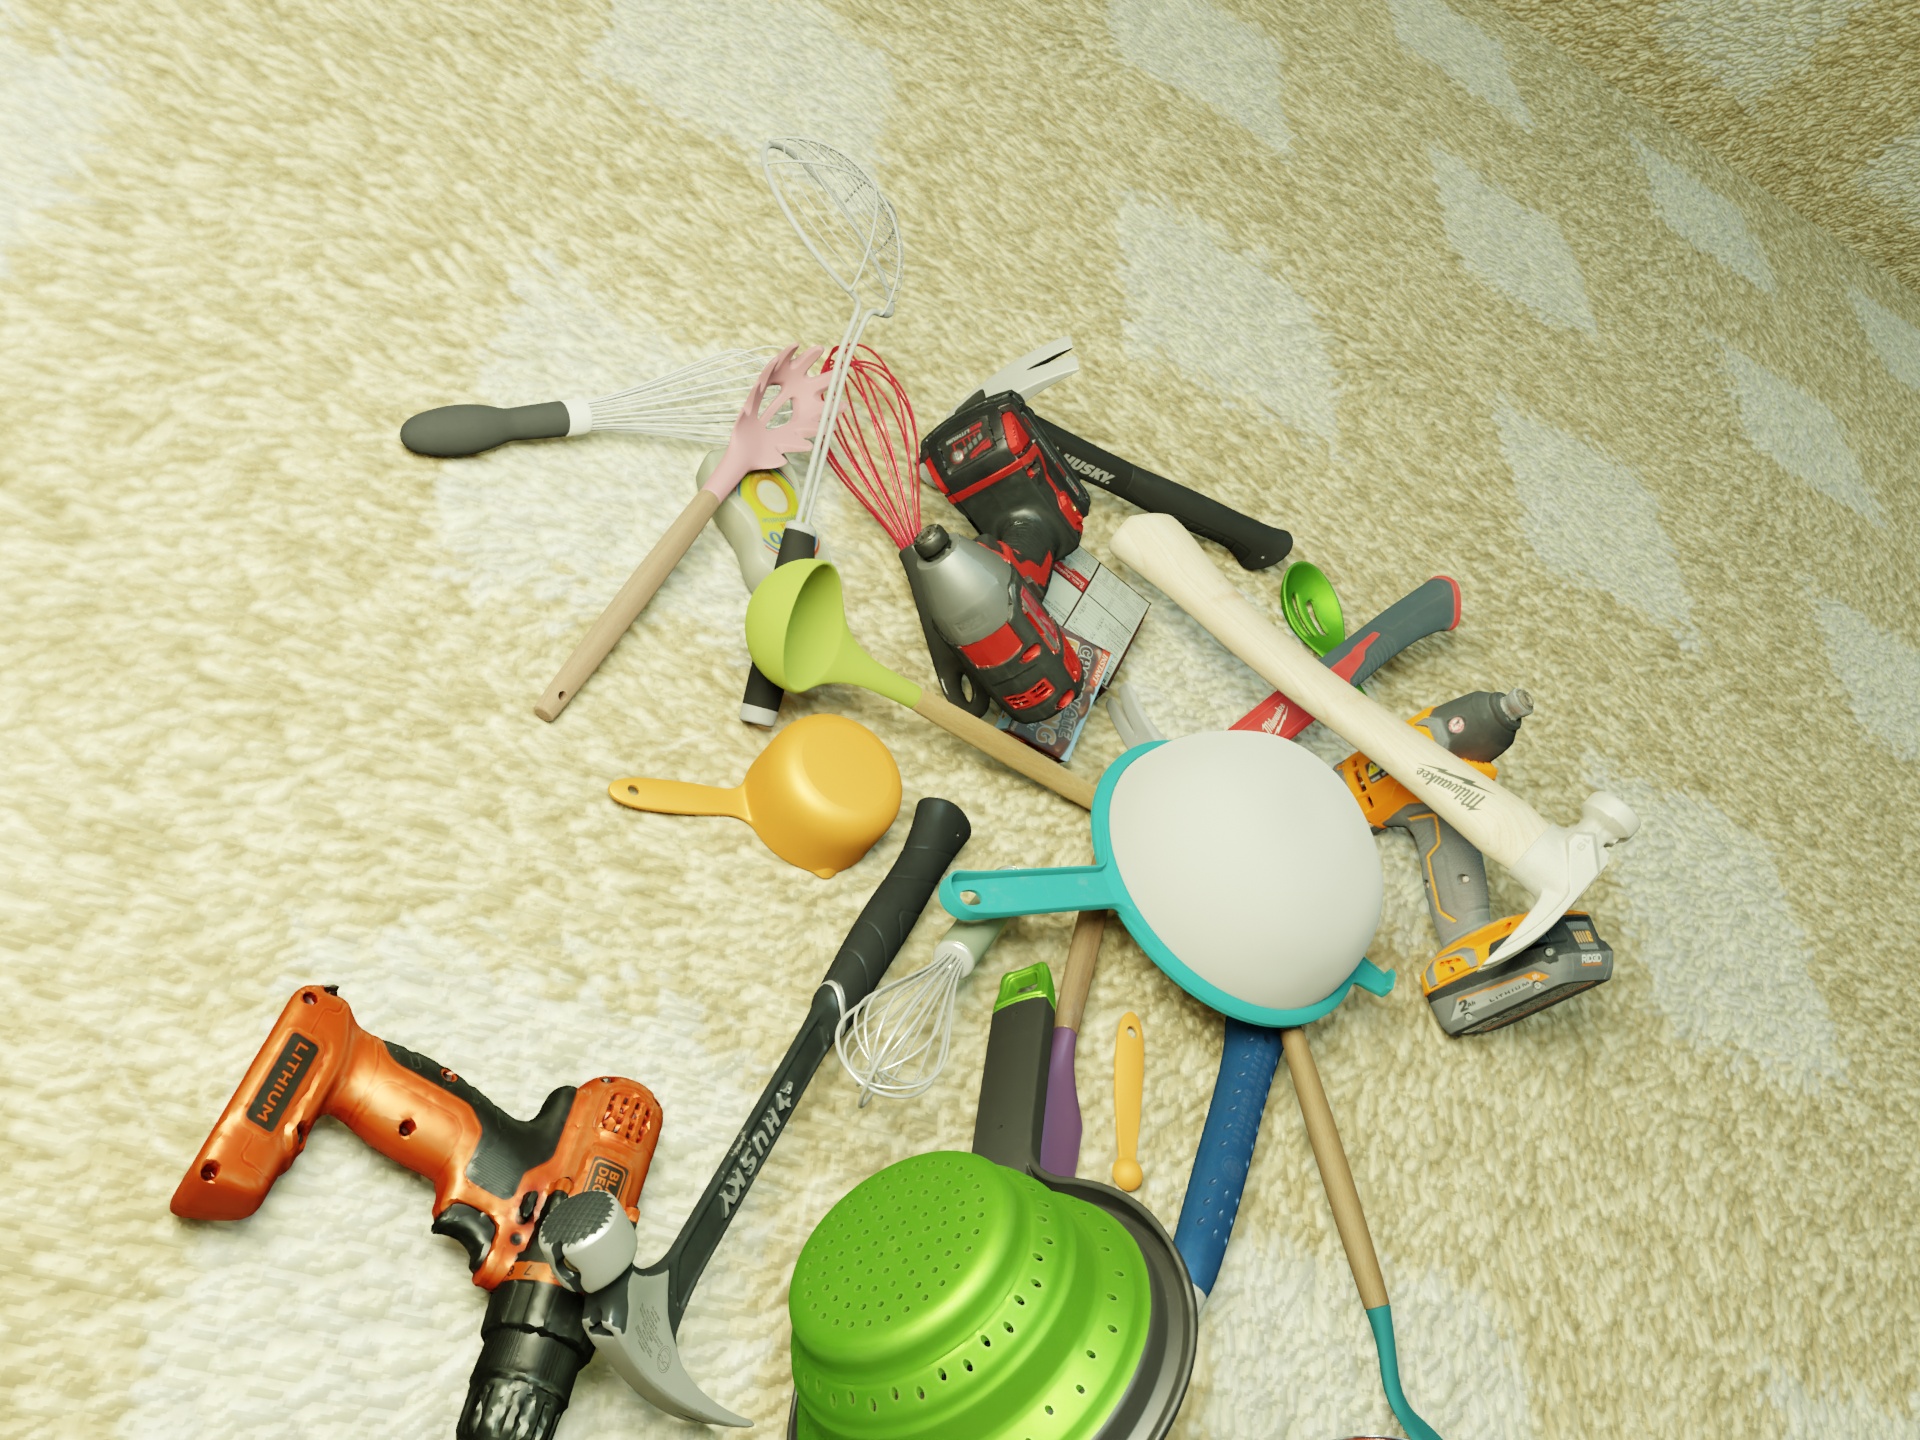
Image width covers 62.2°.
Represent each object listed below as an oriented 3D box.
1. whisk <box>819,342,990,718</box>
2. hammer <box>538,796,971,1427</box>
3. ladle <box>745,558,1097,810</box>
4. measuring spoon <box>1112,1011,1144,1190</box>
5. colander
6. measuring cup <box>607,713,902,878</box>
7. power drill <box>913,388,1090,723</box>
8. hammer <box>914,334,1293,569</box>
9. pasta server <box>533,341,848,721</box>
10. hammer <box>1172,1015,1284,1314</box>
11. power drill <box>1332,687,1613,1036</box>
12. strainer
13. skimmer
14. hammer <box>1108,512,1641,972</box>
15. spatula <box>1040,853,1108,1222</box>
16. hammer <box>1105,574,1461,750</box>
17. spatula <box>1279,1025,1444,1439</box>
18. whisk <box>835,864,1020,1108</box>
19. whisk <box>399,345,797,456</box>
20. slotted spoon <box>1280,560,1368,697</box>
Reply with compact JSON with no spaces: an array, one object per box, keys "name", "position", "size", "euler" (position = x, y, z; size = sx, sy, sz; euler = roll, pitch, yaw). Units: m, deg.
[{"name":"whisk","position":[-0.038,-0.133,1.092],"size":[0.073,0.073,0.296],"euler":[-6,67,-39]},{"name":"hammer","position":[-0.072,0.168,0.824],"size":[0.409,0.036,0.149],"euler":[-57,134,-52]},{"name":"ladle","position":[-0.002,-0.003,0.982],"size":[0.319,0.062,0.078],"euler":[30,72,-33]},{"name":"measuring spoon","position":[0.103,0.225,0.953],"size":[0.021,0.011,0.117],"euler":[24,47,-20]},{"name":"colander","position":[0.001,0.219,0.767],"size":[0.094,0.204,0.397],"euler":[60,20,-23]},{"name":"measuring cup","position":[-0.112,0.035,0.911],"size":[0.173,0.052,0.095],"euler":[7,55,-35]},{"name":"power drill","position":[0.023,-0.112,1.023],"size":[0.143,0.078,0.220],"euler":[50,27,-30]},{"name":"hammer","position":[0.138,-0.184,1.220],"size":[0.334,0.146,0.035],"euler":[17,47,-36]},{"name":"pasta server","position":[-0.161,-0.119,0.964],"size":[0.060,0.040,0.316],"euler":[49,52,-27]},{"name":"hammer","position":[0.126,0.326,0.877],"size":[0.144,0.035,0.406],"euler":[37,44,-7]},{"name":"power drill","position":[0.374,0.094,1.143],"size":[0.084,0.164,0.227],"euler":[5,57,-40]},{"name":"strainer","position":[0.143,0.079,0.965],"size":[0.340,0.095,0.211],"euler":[1,55,-38]},{"name":"skimmer","position":[-0.108,-0.179,0.982],"size":[0.127,0.090,0.363],"euler":[19,82,-60]},{"name":"hammer","position":[0.258,-0.005,1.117],"size":[0.411,0.038,0.146],"euler":[41,82,21]},{"name":"spatula","position":[0.066,0.165,0.959],"size":[0.059,0.018,0.316],"euler":[28,50,-11]},{"name":"hammer","position":[0.271,-0.041,1.229],"size":[0.386,0.038,0.143],"euler":[-33,79,-39]},{"name":"spatula","position":[0.251,0.320,0.947],"size":[0.082,0.044,0.318],"euler":[34,38,-63]},{"name":"whisk","position":[-0.007,0.138,0.886],"size":[0.058,0.059,0.246],"euler":[27,26,10]},{"name":"whisk","position":[-0.217,-0.195,1.013],"size":[0.284,0.070,0.070],"euler":[-16,69,-37]},{"name":"slotted spoon","position":[0.332,0.011,1.273],"size":[0.070,0.031,0.314],"euler":[-6,64,-38]}]
